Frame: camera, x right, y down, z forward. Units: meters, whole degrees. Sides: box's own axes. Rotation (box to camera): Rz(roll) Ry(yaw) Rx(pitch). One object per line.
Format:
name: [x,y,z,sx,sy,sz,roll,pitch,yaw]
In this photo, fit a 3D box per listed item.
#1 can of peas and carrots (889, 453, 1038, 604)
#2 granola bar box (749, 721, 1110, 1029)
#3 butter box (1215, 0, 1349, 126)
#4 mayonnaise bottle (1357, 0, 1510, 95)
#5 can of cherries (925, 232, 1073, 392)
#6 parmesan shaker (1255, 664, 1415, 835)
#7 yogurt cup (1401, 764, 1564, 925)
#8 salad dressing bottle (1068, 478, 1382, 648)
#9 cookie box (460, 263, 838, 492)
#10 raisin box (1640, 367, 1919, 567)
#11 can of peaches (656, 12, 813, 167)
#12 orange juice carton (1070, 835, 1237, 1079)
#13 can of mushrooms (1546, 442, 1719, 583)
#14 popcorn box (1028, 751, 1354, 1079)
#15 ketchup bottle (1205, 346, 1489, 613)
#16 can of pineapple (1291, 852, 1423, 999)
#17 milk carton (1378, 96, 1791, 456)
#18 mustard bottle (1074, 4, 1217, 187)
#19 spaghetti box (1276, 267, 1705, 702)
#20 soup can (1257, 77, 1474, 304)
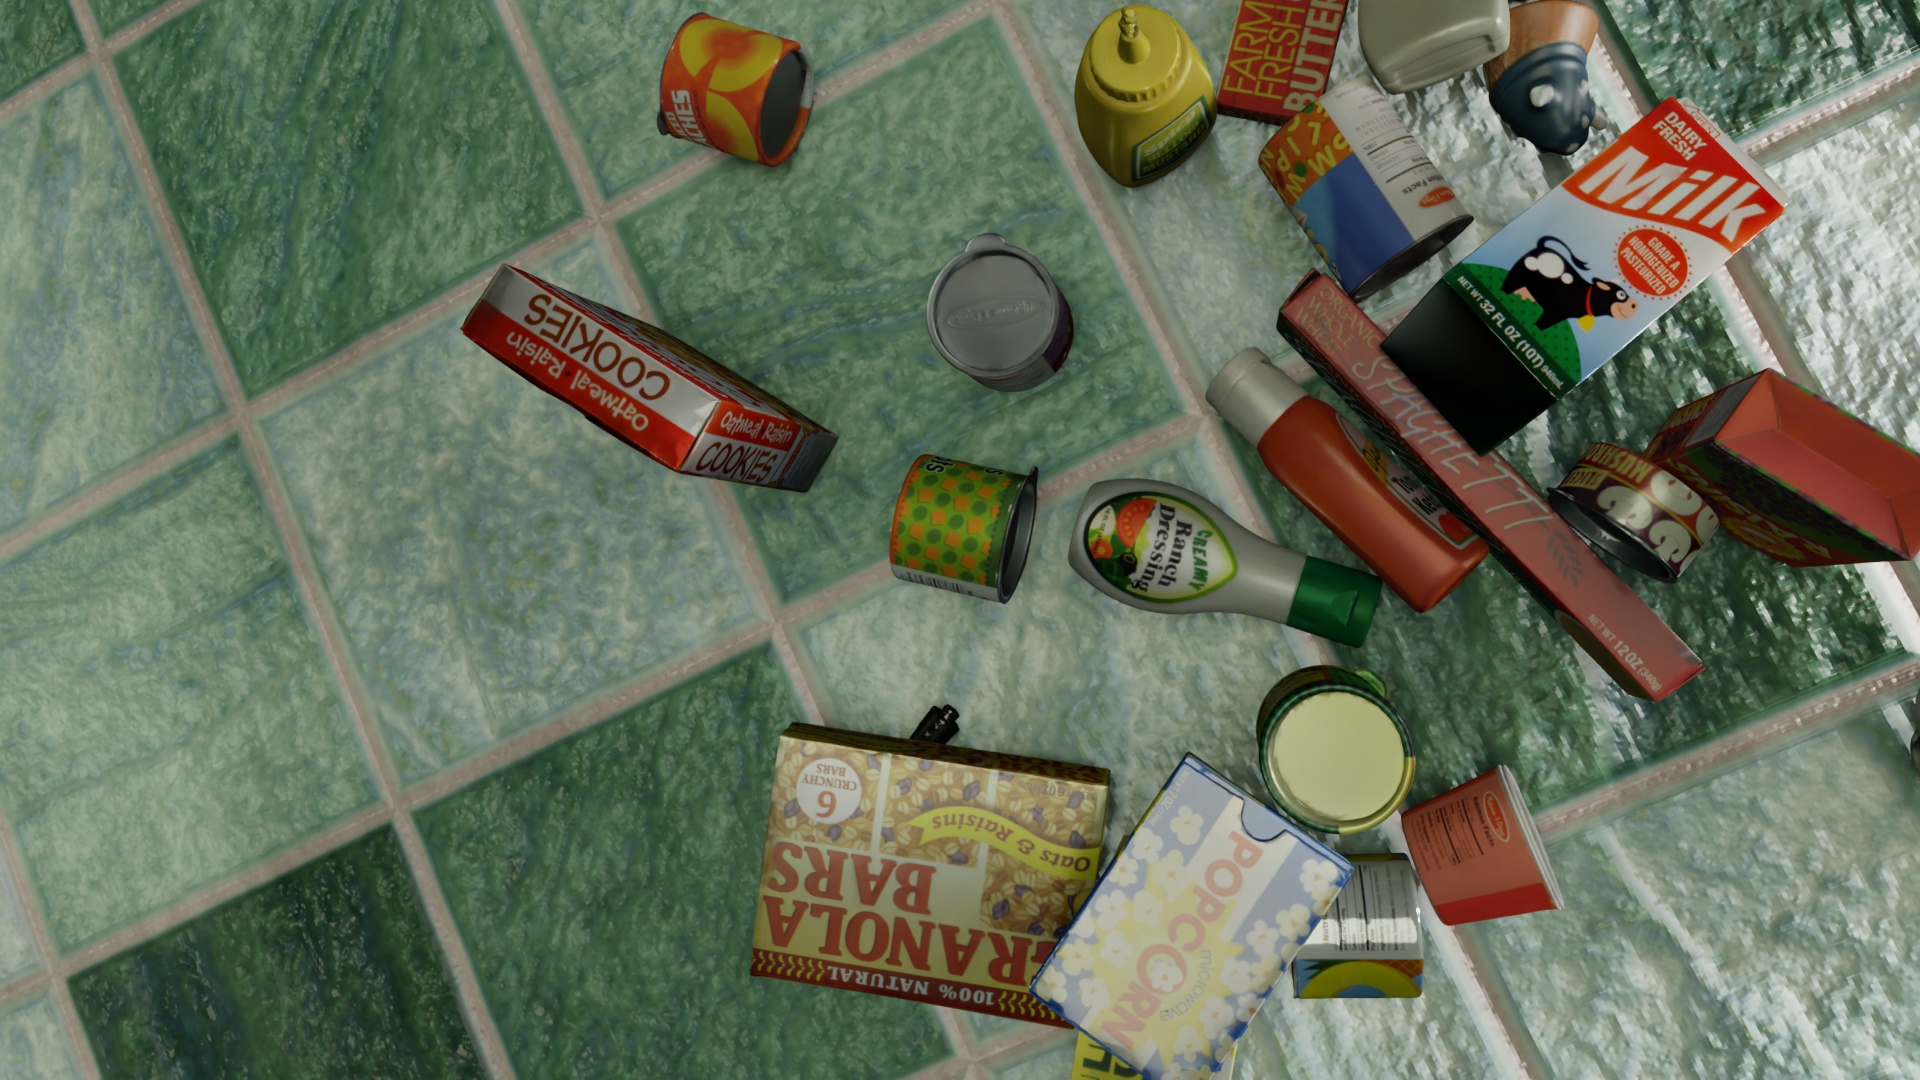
can of peas and carrots: [0.002,-0.009,0.696,0.059,0.071,0.071,12,91,12]
granola bar box: [-0.015,0.165,0.692,0.166,0.039,0.124,8,94,5]
butter box: [0.165,-0.260,0.695,0.053,0.024,0.103,14,90,12]
mayonnaise bottle: [0.208,-0.286,0.648,0.064,0.041,0.148,-17,72,27]
can of cherries: [0.022,-0.113,0.701,0.071,0.058,0.071,0,88,13]
parmesan shaker: [0.171,0.091,0.638,0.071,0.103,0.071,0,88,12]
yogurt cup: [0.240,0.144,0.643,0.054,0.072,0.072,-23,83,18]
salad dressing bottle: [0.129,0.013,0.681,0.148,0.044,0.064,17,93,12]
cookie box: [-0.143,-0.072,0.677,0.123,0.167,0.040,32,95,11]
raisin box: [0.352,-0.027,0.596,0.086,0.123,0.040,34,95,11]
can of peaches: [-0.117,-0.234,0.730,0.058,0.071,0.071,20,92,11]
orange juice carton: [0.092,0.248,0.663,0.072,0.073,0.192,10,90,12]
can of mushrooms: [0.305,-0.014,0.633,0.071,0.071,0.033,39,95,10]
popcorn box: [0.100,0.168,0.607,0.085,0.038,0.126,34,93,12]
ketchup bottle: [0.181,-0.031,0.665,0.149,0.065,0.043,46,114,18]
can of pineapple: [0.183,0.181,0.653,0.058,0.071,0.071,-4,87,11]
milk carton: [0.289,-0.128,0.623,0.191,0.073,0.072,-36,80,-14]
mustard bottle: [0.083,-0.209,0.641,0.065,0.160,0.049,-36,83,10]
spaghetti box: [0.243,-0.027,0.656,0.028,0.050,0.250,-42,80,6]
soup can: [0.191,-0.166,0.666,0.071,0.071,0.084,-33,81,9]
